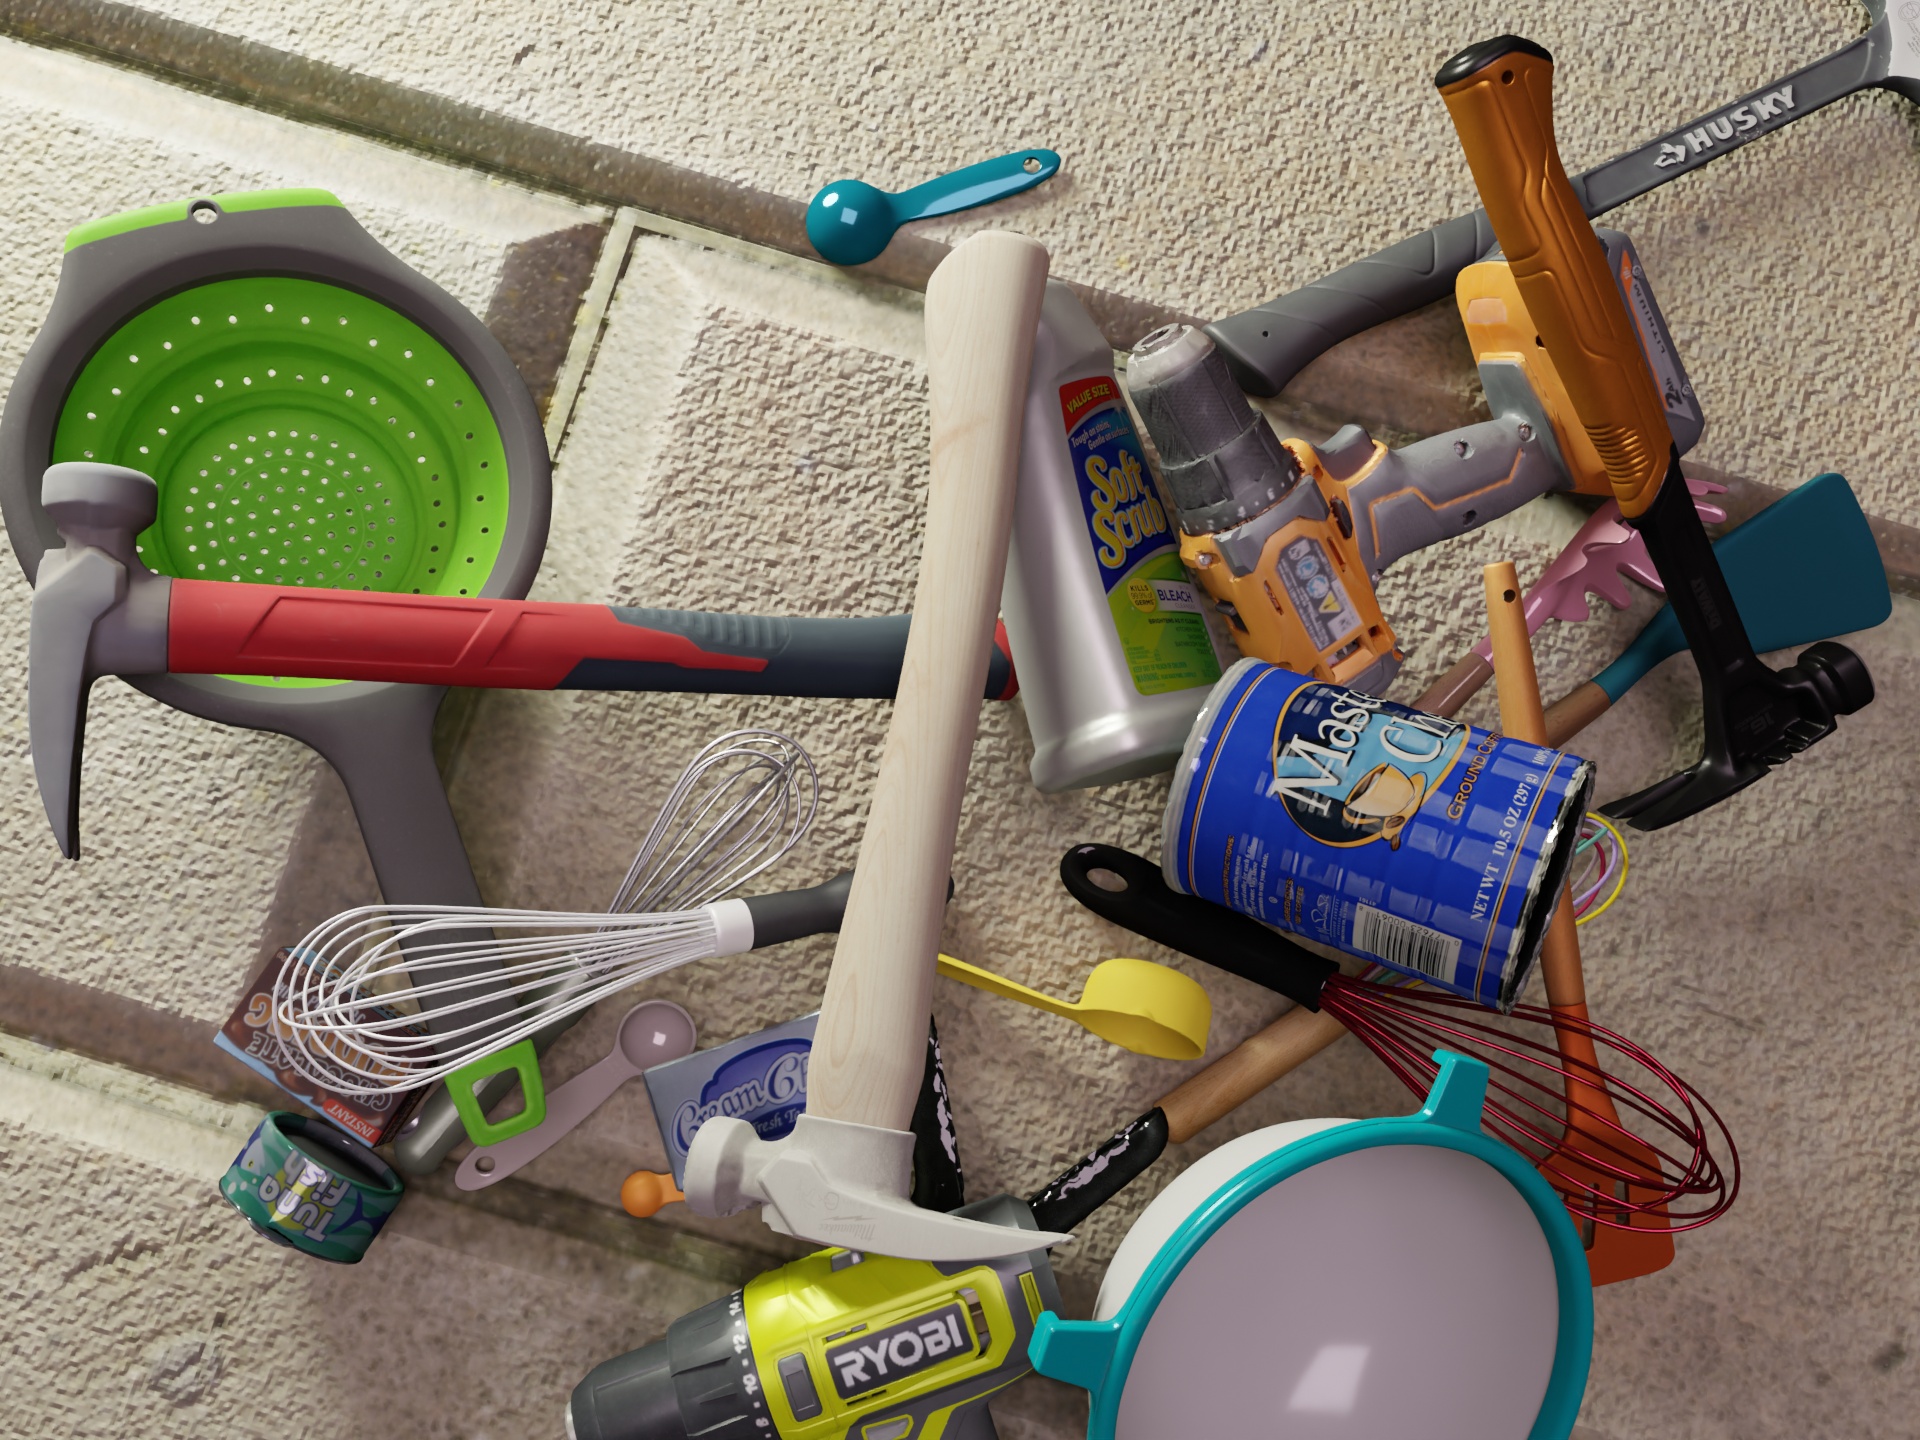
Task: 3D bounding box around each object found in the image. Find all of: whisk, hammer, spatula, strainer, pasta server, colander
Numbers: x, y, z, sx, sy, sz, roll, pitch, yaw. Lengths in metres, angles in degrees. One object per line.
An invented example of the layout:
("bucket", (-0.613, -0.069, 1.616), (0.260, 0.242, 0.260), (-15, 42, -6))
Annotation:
("whisk", (-0.154, 0.101, 0.687), (0.059, 0.058, 0.246), (44, 86, -16))
("hammer", (0.302, -0.259, 0.769), (0.409, 0.036, 0.149), (-26, 82, -6))
("spatula", (0.249, 0.093, 0.674), (0.081, 0.041, 0.322), (-10, 93, -1))
("hammer", (0.270, -0.115, 0.659), (0.127, 0.034, 0.336), (-31, 108, -4))
("strainer", (0.156, 0.292, 0.639), (0.211, 0.095, 0.340), (-30, 110, -12))
("pasta server", (0.223, -0.004, 0.723), (0.316, 0.060, 0.040), (-43, 54, -5))
("whisk", (-0.124, 0.088, 0.638), (0.284, 0.070, 0.070), (-8, 80, -32))
("whisk", (0.168, 0.120, 0.655), (0.296, 0.073, 0.073), (25, 80, 24))
("spatula", (0.275, 0.004, 0.720), (0.317, 0.044, 0.082), (-35, 111, -5))
("colander", (-0.257, -0.016, 0.674), (0.204, 0.094, 0.397), (-19, 90, -24))
("whisk", (0.191, 0.115, 0.701), (0.245, 0.051, 0.047), (-33, 89, -4))
("hammer", (-0.001, -0.002, 0.630), (0.146, 0.038, 0.411), (6, 78, 17))
("hammer", (-0.154, -0.014, 0.644), (0.386, 0.038, 0.143), (2, 83, -22))

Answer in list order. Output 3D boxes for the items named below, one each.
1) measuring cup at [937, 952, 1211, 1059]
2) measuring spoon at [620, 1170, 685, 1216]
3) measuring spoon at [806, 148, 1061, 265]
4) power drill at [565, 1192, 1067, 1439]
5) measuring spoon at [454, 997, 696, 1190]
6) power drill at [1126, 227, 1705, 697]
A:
("measuring cup", (0.034, 0.109, 0.696), (0.156, 0.062, 0.029), (17, 66, 11))
("measuring spoon", (-0.091, 0.193, 0.681), (0.117, 0.011, 0.021), (-14, 80, 6))
("measuring spoon", (-0.012, -0.254, 0.760), (0.128, 0.021, 0.042), (-19, 82, -4))
("power drill", (-0.032, 0.317, 0.617), (0.190, 0.080, 0.228), (-18, 94, -6))
("measuring spoon", (-0.169, 0.162, 0.693), (0.124, 0.018, 0.034), (-37, 107, -1))
("power drill", (0.192, -0.130, 0.696), (0.226, 0.084, 0.185), (-35, 109, -6))
